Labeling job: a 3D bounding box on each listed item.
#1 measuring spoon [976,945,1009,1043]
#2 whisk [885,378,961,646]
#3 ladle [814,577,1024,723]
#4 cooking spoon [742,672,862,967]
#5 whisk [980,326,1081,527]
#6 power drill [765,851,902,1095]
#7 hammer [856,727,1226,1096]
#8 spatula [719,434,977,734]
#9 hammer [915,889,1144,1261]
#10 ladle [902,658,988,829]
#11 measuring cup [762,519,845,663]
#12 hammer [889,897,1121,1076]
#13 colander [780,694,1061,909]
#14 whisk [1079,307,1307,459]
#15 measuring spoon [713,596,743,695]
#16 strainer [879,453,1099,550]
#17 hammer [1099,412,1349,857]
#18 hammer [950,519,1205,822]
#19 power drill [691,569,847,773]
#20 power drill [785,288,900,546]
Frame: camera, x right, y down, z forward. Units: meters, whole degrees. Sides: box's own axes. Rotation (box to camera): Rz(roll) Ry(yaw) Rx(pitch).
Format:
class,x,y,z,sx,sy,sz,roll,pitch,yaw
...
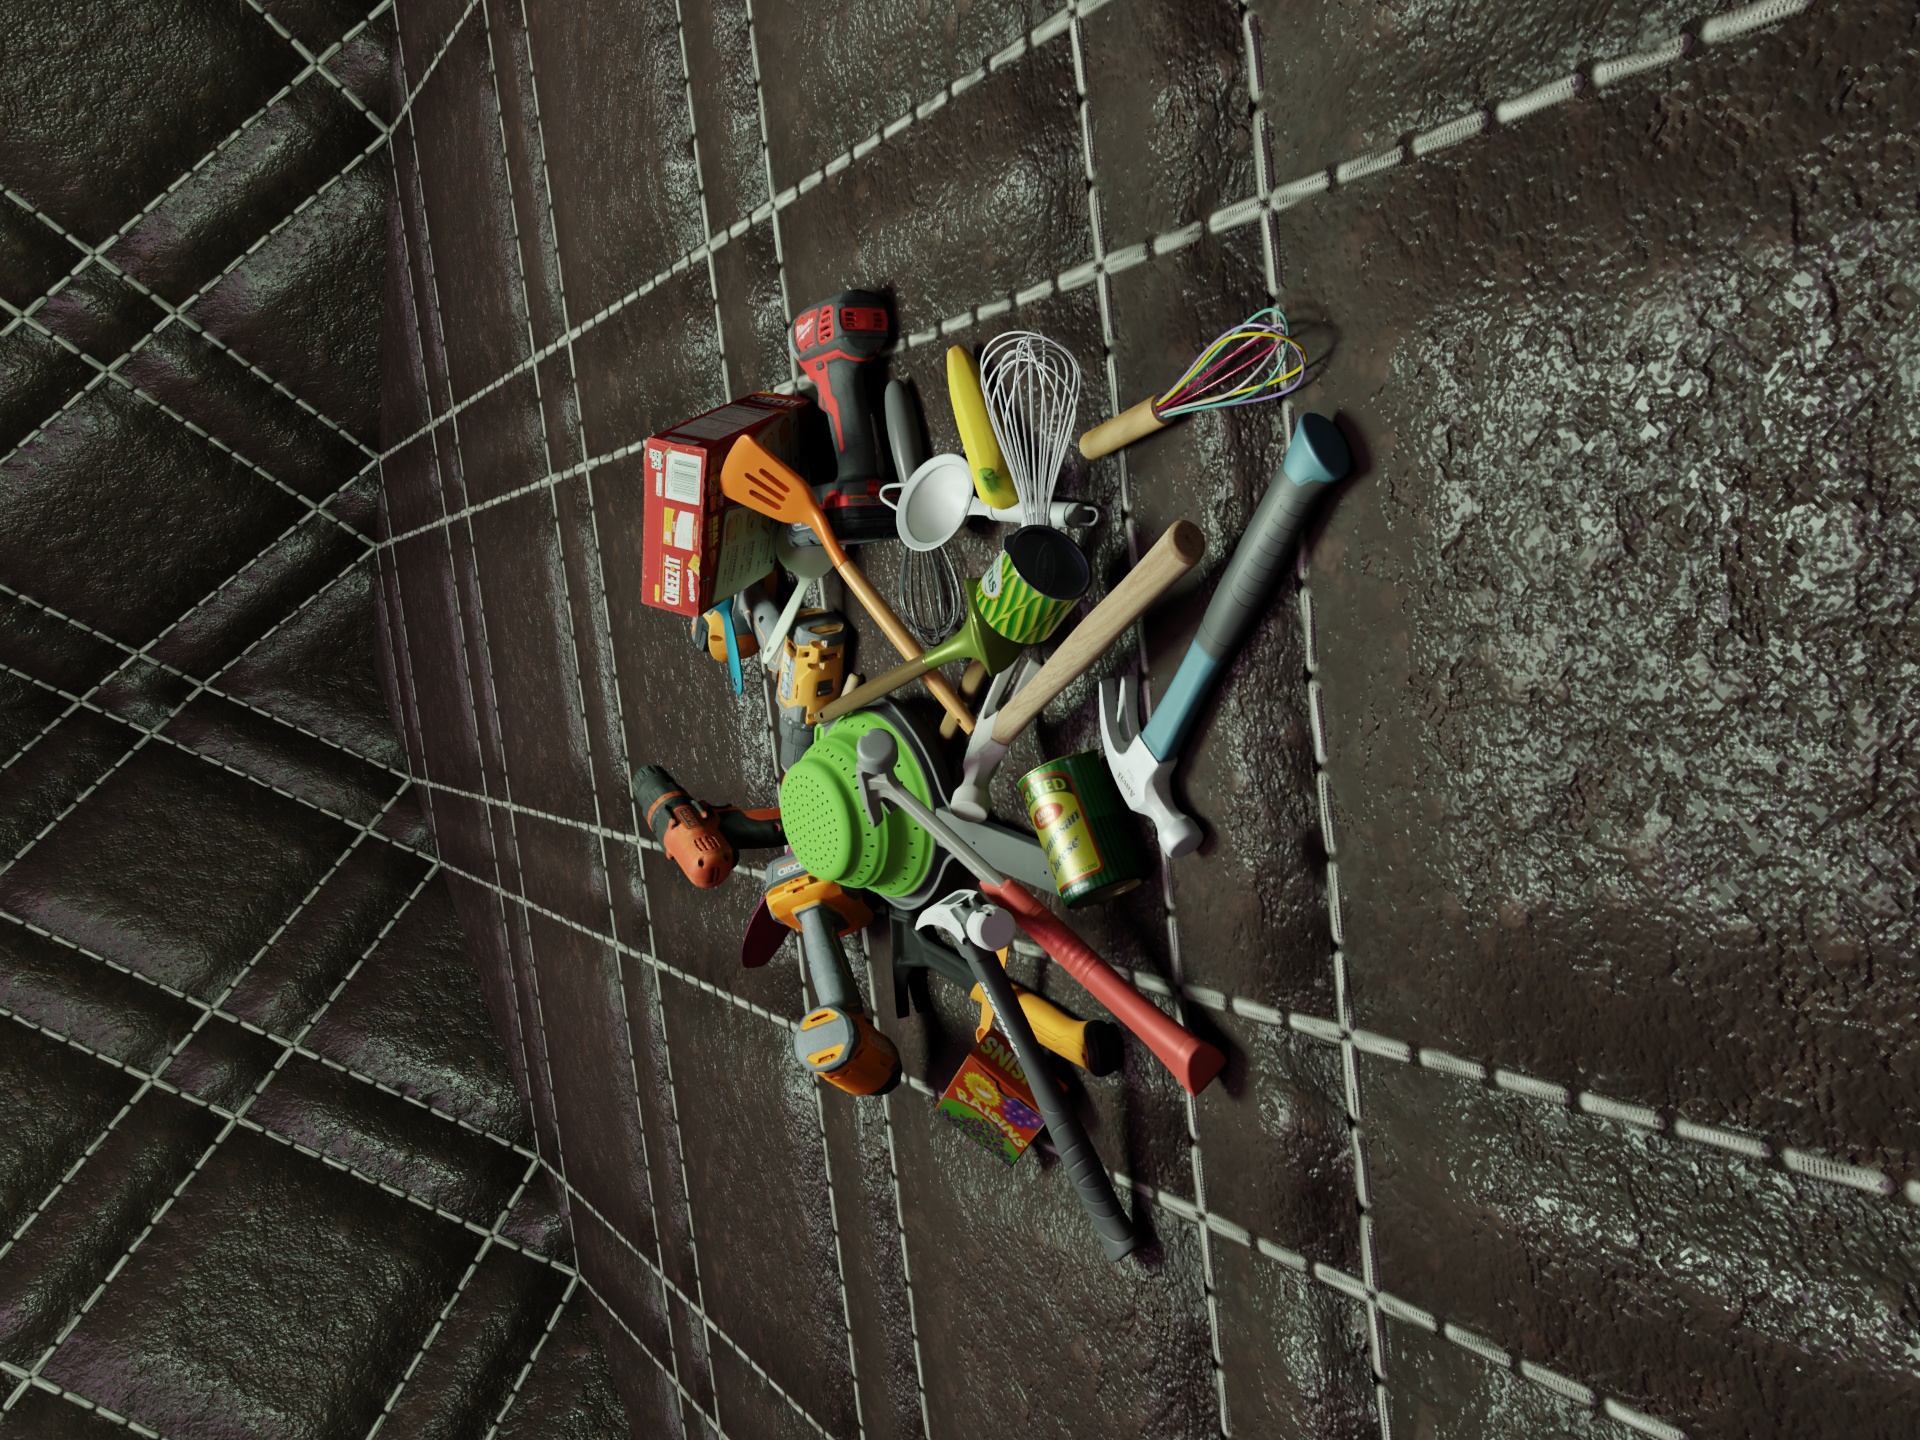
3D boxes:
class,x,y,z,sx,sy,sz,roll,pitch,yaw
measuring spoon,0.030,0.227,1.349,0.021,0.011,0.117,31,119,44
whisk,-0.039,-0.181,1.378,0.055,0.055,0.239,-22,76,60
ladle,-0.049,-0.041,1.320,0.320,0.062,0.078,-24,78,52
cooking spoon,-0.156,0.102,1.585,0.017,0.068,0.319,27,101,32
whisk,0.053,-0.163,1.151,0.070,0.070,0.284,55,161,37
power drill,-0.113,0.250,1.533,0.164,0.084,0.227,51,-159,-56
hammer,0.053,0.151,1.210,0.359,0.037,0.149,41,162,20
spatula,-0.092,-0.112,1.371,0.323,0.041,0.081,52,142,10
hammer,0.062,0.281,1.246,0.334,0.035,0.146,65,161,-12
ladle,-0.002,-0.004,1.386,0.069,0.031,0.315,57,141,28
measuring cup,-0.166,-0.137,1.539,0.083,0.038,0.167,21,86,51
hammer,0.031,0.247,1.394,0.337,0.034,0.127,17,112,58
colander,-0.047,0.098,1.377,0.397,0.094,0.204,18,115,49
whisk,0.144,-0.215,1.052,0.245,0.047,0.051,-14,87,64
measuring spoon,-0.243,-0.087,1.623,0.042,0.021,0.128,2,103,52
strainer,0.025,-0.168,1.273,0.259,0.050,0.087,15,85,52
hammer,0.173,-0.058,1.056,0.128,0.033,0.330,58,143,32
hammer,0.081,-0.046,1.155,0.331,0.031,0.130,-48,22,53
power drill,-0.198,-0.063,1.659,0.226,0.084,0.185,42,134,41
power drill,-0.113,-0.272,1.452,0.143,0.078,0.219,4,99,59
